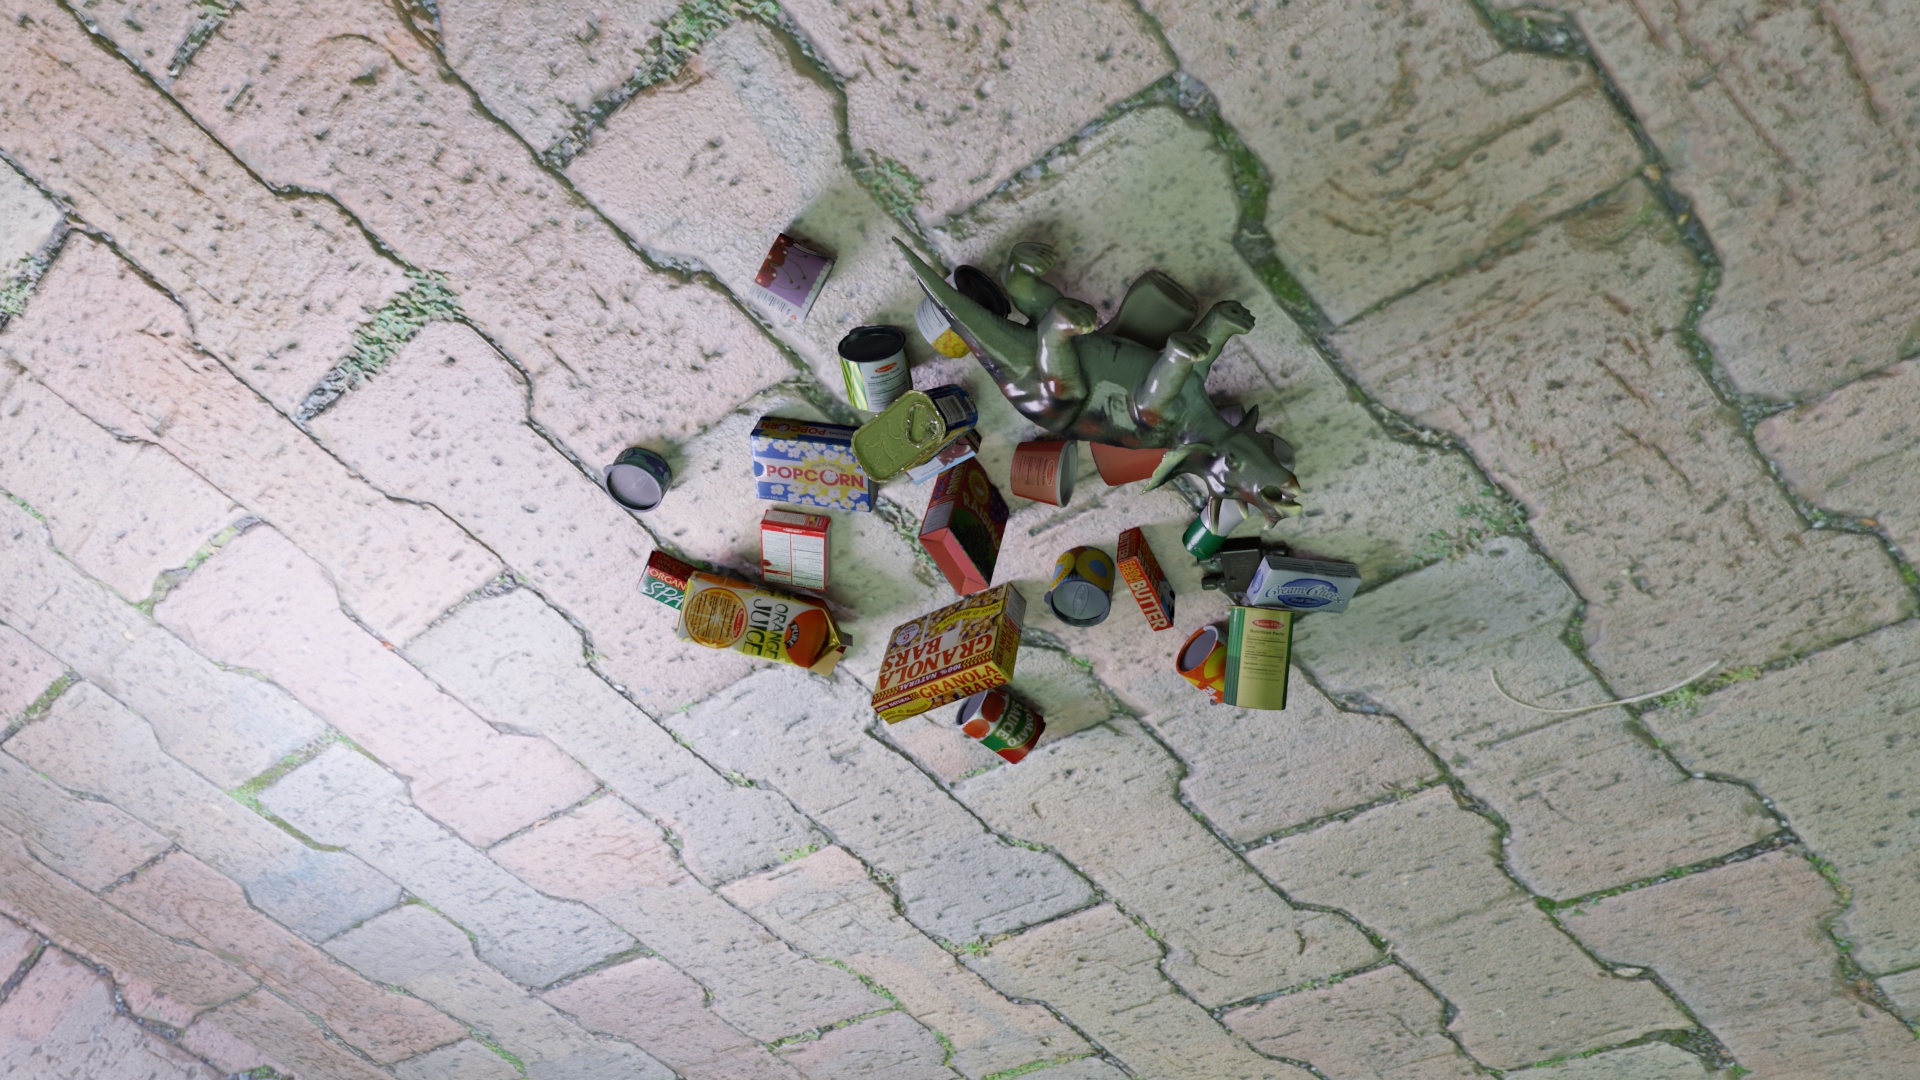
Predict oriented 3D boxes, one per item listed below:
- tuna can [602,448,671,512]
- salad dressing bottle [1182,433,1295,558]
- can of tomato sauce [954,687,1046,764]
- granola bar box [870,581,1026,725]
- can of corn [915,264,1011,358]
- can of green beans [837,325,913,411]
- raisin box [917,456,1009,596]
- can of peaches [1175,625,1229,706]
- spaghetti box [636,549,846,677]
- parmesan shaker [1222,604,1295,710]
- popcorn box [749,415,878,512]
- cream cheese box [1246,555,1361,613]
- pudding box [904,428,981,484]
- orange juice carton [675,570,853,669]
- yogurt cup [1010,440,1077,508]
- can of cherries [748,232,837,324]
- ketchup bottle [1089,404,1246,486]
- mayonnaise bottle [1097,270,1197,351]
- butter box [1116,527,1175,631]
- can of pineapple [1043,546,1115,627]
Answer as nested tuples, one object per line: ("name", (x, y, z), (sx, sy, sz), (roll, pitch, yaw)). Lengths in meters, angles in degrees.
("tuna can", (-0.351, -0.067, 1.504), (0.071, 0.033, 0.070), (6, 130, 8))
("salad dressing bottle", (0.272, -0.041, 1.376), (0.064, 0.044, 0.146), (26, 131, -9))
("can of tomato sauce", (0.046, 0.211, 1.619), (0.083, 0.071, 0.071), (35, 128, -15))
("granola bar box", (-0.013, 0.124, 1.523), (0.165, 0.125, 0.039), (-23, 122, 28))
("can of corn", (0.003, -0.210, 1.284), (0.071, 0.071, 0.058), (39, 127, -19))
("can of green beans", (-0.081, -0.165, 1.338), (0.071, 0.071, 0.057), (1, 130, 12))
("raisin box", (0.005, -0.018, 1.403), (0.040, 0.124, 0.086), (-19, 122, 27))
("can of peaches", (0.274, 0.135, 1.503), (0.058, 0.071, 0.071), (38, 127, -17))
("spaghetti box", (-0.253, 0.086, 1.611), (0.250, 0.029, 0.050), (25, 129, -9))
("parmesan shaker", (0.307, 0.121, 1.444), (0.071, 0.071, 0.103), (6, 89, 9))
("popcorn box", (-0.150, -0.079, 1.444), (0.127, 0.038, 0.084), (7, 131, 7))
("cream cheese box", (0.352, 0.045, 1.424), (0.104, 0.024, 0.053), (6, 130, -13))
("pudding box", (-0.026, -0.095, 1.407), (0.083, 0.030, 0.049), (-26, 118, 30))
("orange juice carton", (-0.214, 0.092, 1.552), (0.193, 0.072, 0.073), (13, 94, -7))
("yogurt cup", (0.083, -0.069, 1.383), (0.054, 0.073, 0.072), (8, 131, 17))
("can of cherries", (-0.155, -0.246, 1.292), (0.058, 0.072, 0.071), (27, 130, -9))
("ketchup bottle", (0.204, -0.096, 1.344), (0.148, 0.044, 0.064), (-12, 126, 22))
("mayonnaise bottle", (0.152, -0.181, 1.289), (0.065, 0.041, 0.147), (33, 129, -14))
("butter box", (0.194, 0.041, 1.454), (0.024, 0.053, 0.103), (-18, 123, 23))
("can of pineapple", (0.128, 0.048, 1.472), (0.071, 0.058, 0.070), (6, 130, 8))
